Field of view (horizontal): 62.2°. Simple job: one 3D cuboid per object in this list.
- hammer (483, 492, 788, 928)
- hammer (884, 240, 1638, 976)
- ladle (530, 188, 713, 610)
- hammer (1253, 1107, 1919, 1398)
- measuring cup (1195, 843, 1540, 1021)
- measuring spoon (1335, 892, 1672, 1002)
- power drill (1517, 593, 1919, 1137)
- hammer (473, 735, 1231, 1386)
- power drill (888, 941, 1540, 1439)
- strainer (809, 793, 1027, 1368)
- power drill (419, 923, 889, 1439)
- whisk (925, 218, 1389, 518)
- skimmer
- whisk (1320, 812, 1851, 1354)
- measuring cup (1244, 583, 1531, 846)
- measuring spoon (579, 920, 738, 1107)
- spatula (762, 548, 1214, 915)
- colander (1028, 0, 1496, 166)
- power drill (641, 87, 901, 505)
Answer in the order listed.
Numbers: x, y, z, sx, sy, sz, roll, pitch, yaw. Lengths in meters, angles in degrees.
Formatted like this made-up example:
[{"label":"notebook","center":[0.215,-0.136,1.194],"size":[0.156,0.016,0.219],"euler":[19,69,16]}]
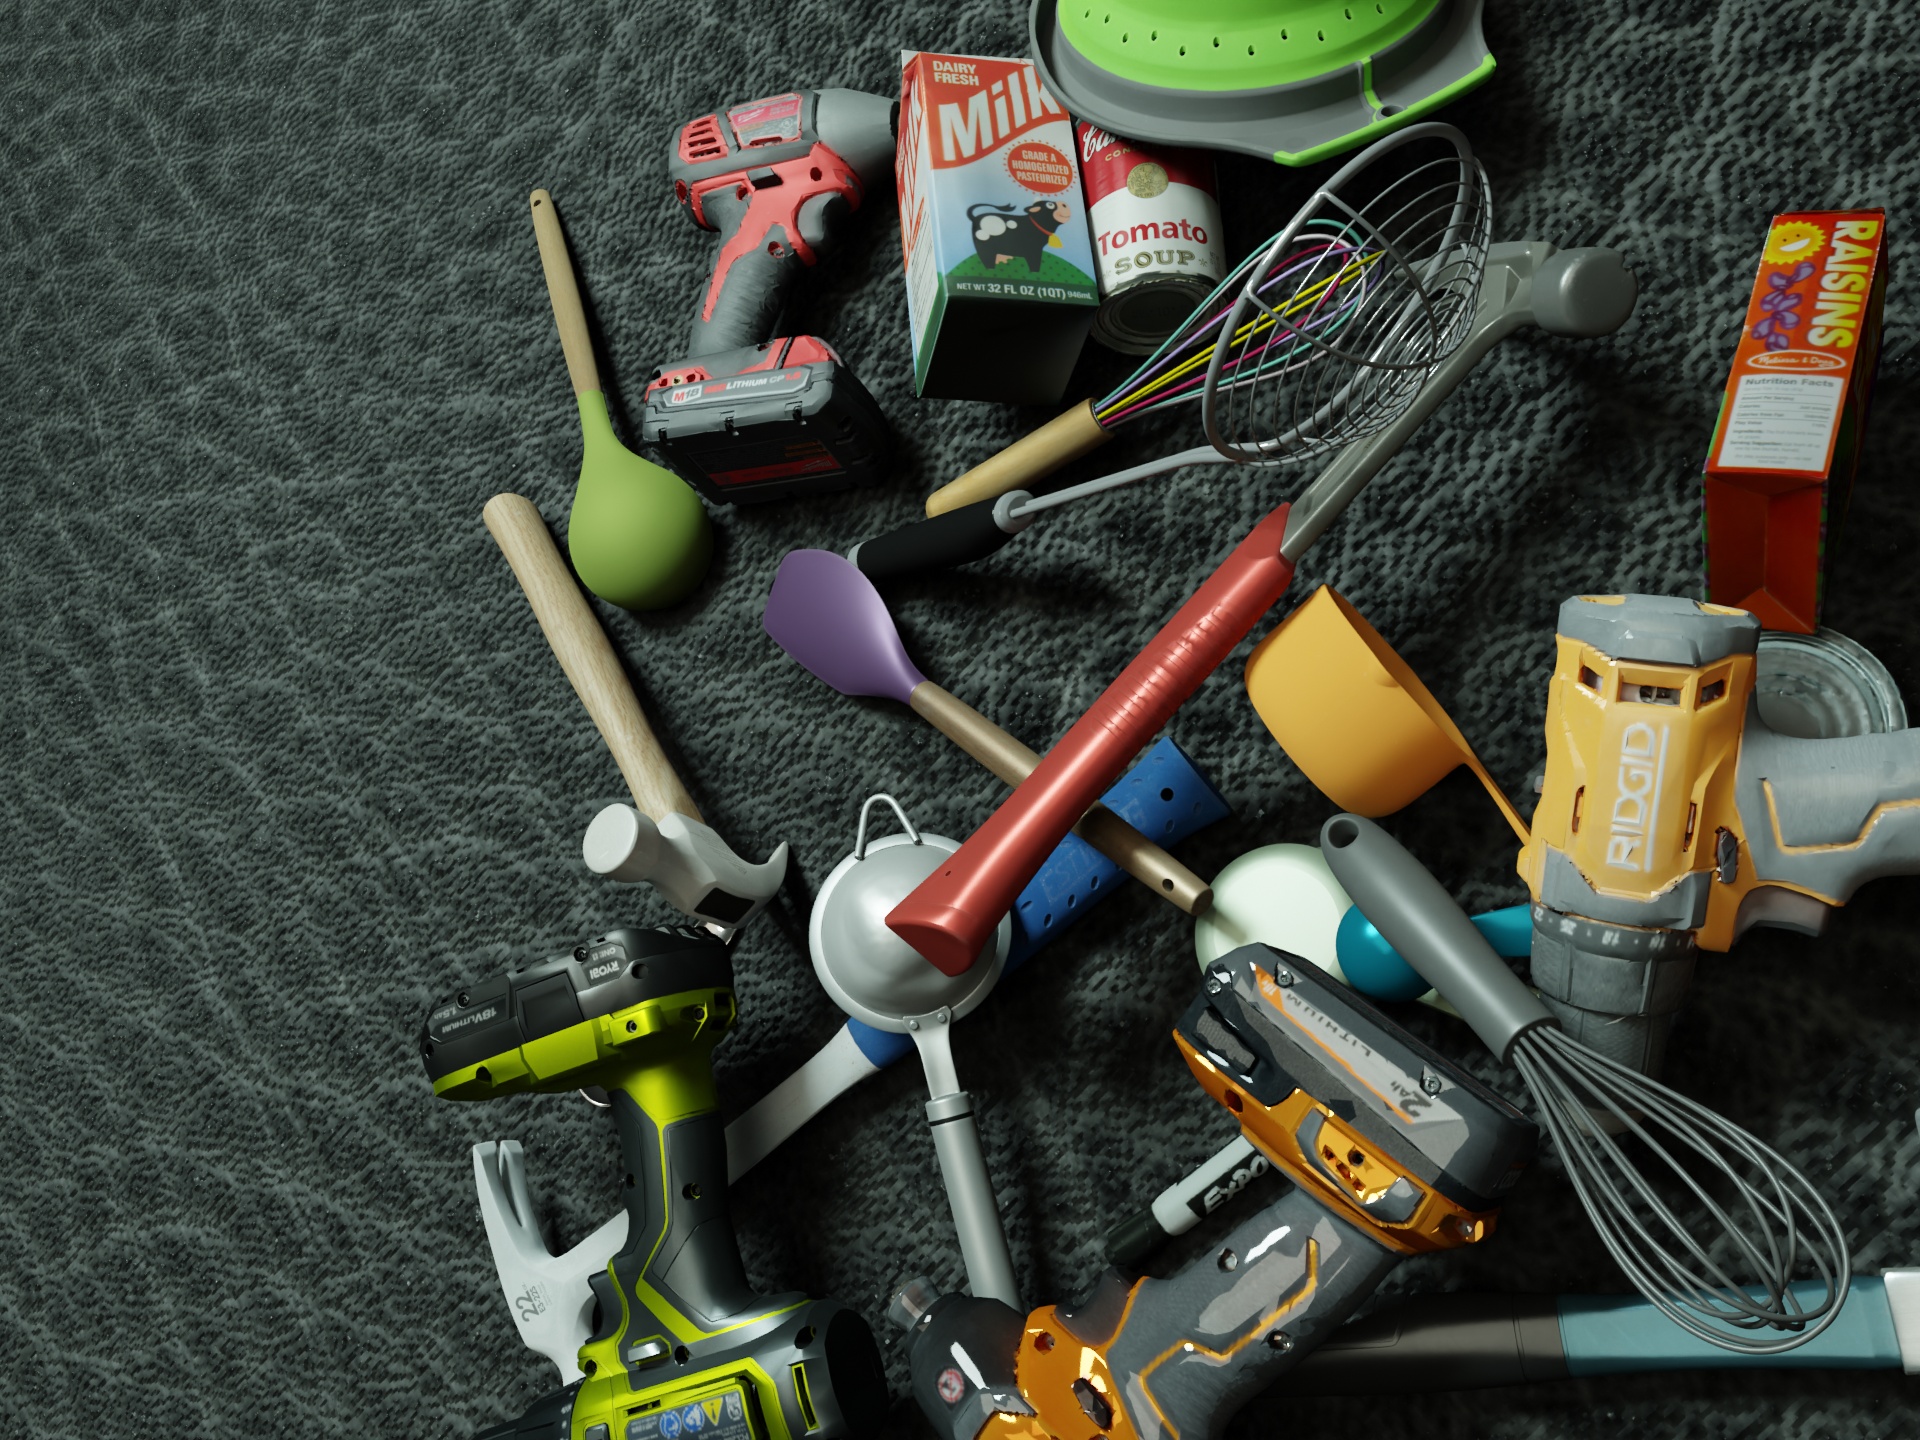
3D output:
[{"label":"hammer","center":[-0.179,-0.017,0.802],"size":[0.031,0.129,0.332],"euler":[-45,49,9]},{"label":"hammer","center":[0.101,-0.046,0.627],"size":[0.359,0.036,0.149],"euler":[-48,17,2]},{"label":"ladle","center":[-0.208,-0.194,0.909],"size":[0.078,0.062,0.320],"euler":[-29,56,12]},{"label":"hammer","center":[0.199,0.216,0.561],"size":[0.331,0.033,0.128],"euler":[-13,68,24]},{"label":"measuring cup","center":[0.168,0.096,0.611],"size":[0.168,0.038,0.083],"euler":[15,82,32]},{"label":"measuring spoon","center":[0.201,0.078,0.577],"size":[0.128,0.021,0.042],"euler":[-10,87,16]},{"label":"power drill","center":[0.297,0.061,0.507],"size":[0.226,0.084,0.185],"euler":[8,102,21]},{"label":"hammer","center":[-0.054,0.146,0.709],"size":[0.405,0.035,0.144],"euler":[-40,69,10]},{"label":"power drill","center":[0.078,0.194,0.566],"size":[0.164,0.084,0.226],"euler":[35,95,30]},{"label":"strainer","center":[-0.005,0.151,0.651],"size":[0.087,0.050,0.258],"euler":[-16,79,2]},{"label":"power drill","center":[-0.149,0.218,0.670],"size":[0.190,0.080,0.229],"euler":[-22,75,15]},{"label":"whisk","center":[0.080,-0.148,0.717],"size":[0.245,0.051,0.047],"euler":[-27,32,30]},{"label":"skimmer","center":[0.052,-0.126,0.647],"size":[0.363,0.127,0.090],"euler":[-11,102,52]},{"label":"whisk","center":[0.184,0.100,0.510],"size":[0.055,0.055,0.239],"euler":[-45,38,9]},{"label":"measuring cup","center":[0.176,0.029,0.615],"size":[0.052,0.095,0.174],"euler":[-39,79,18]},{"label":"measuring spoon","center":[-0.142,0.137,0.782],"size":[0.034,0.018,0.124],"euler":[36,86,23]},{"label":"spatula","center":[-0.001,-0.002,0.713],"size":[0.316,0.018,0.059],"euler":[37,112,42]},{"label":"colander","center":[0.091,-0.404,0.748],"size":[0.204,0.094,0.398],"euler":[-27,52,-8]},{"label":"power drill","center":[-0.088,-0.231,0.828],"size":[0.143,0.078,0.220],"euler":[-5,68,19]}]
